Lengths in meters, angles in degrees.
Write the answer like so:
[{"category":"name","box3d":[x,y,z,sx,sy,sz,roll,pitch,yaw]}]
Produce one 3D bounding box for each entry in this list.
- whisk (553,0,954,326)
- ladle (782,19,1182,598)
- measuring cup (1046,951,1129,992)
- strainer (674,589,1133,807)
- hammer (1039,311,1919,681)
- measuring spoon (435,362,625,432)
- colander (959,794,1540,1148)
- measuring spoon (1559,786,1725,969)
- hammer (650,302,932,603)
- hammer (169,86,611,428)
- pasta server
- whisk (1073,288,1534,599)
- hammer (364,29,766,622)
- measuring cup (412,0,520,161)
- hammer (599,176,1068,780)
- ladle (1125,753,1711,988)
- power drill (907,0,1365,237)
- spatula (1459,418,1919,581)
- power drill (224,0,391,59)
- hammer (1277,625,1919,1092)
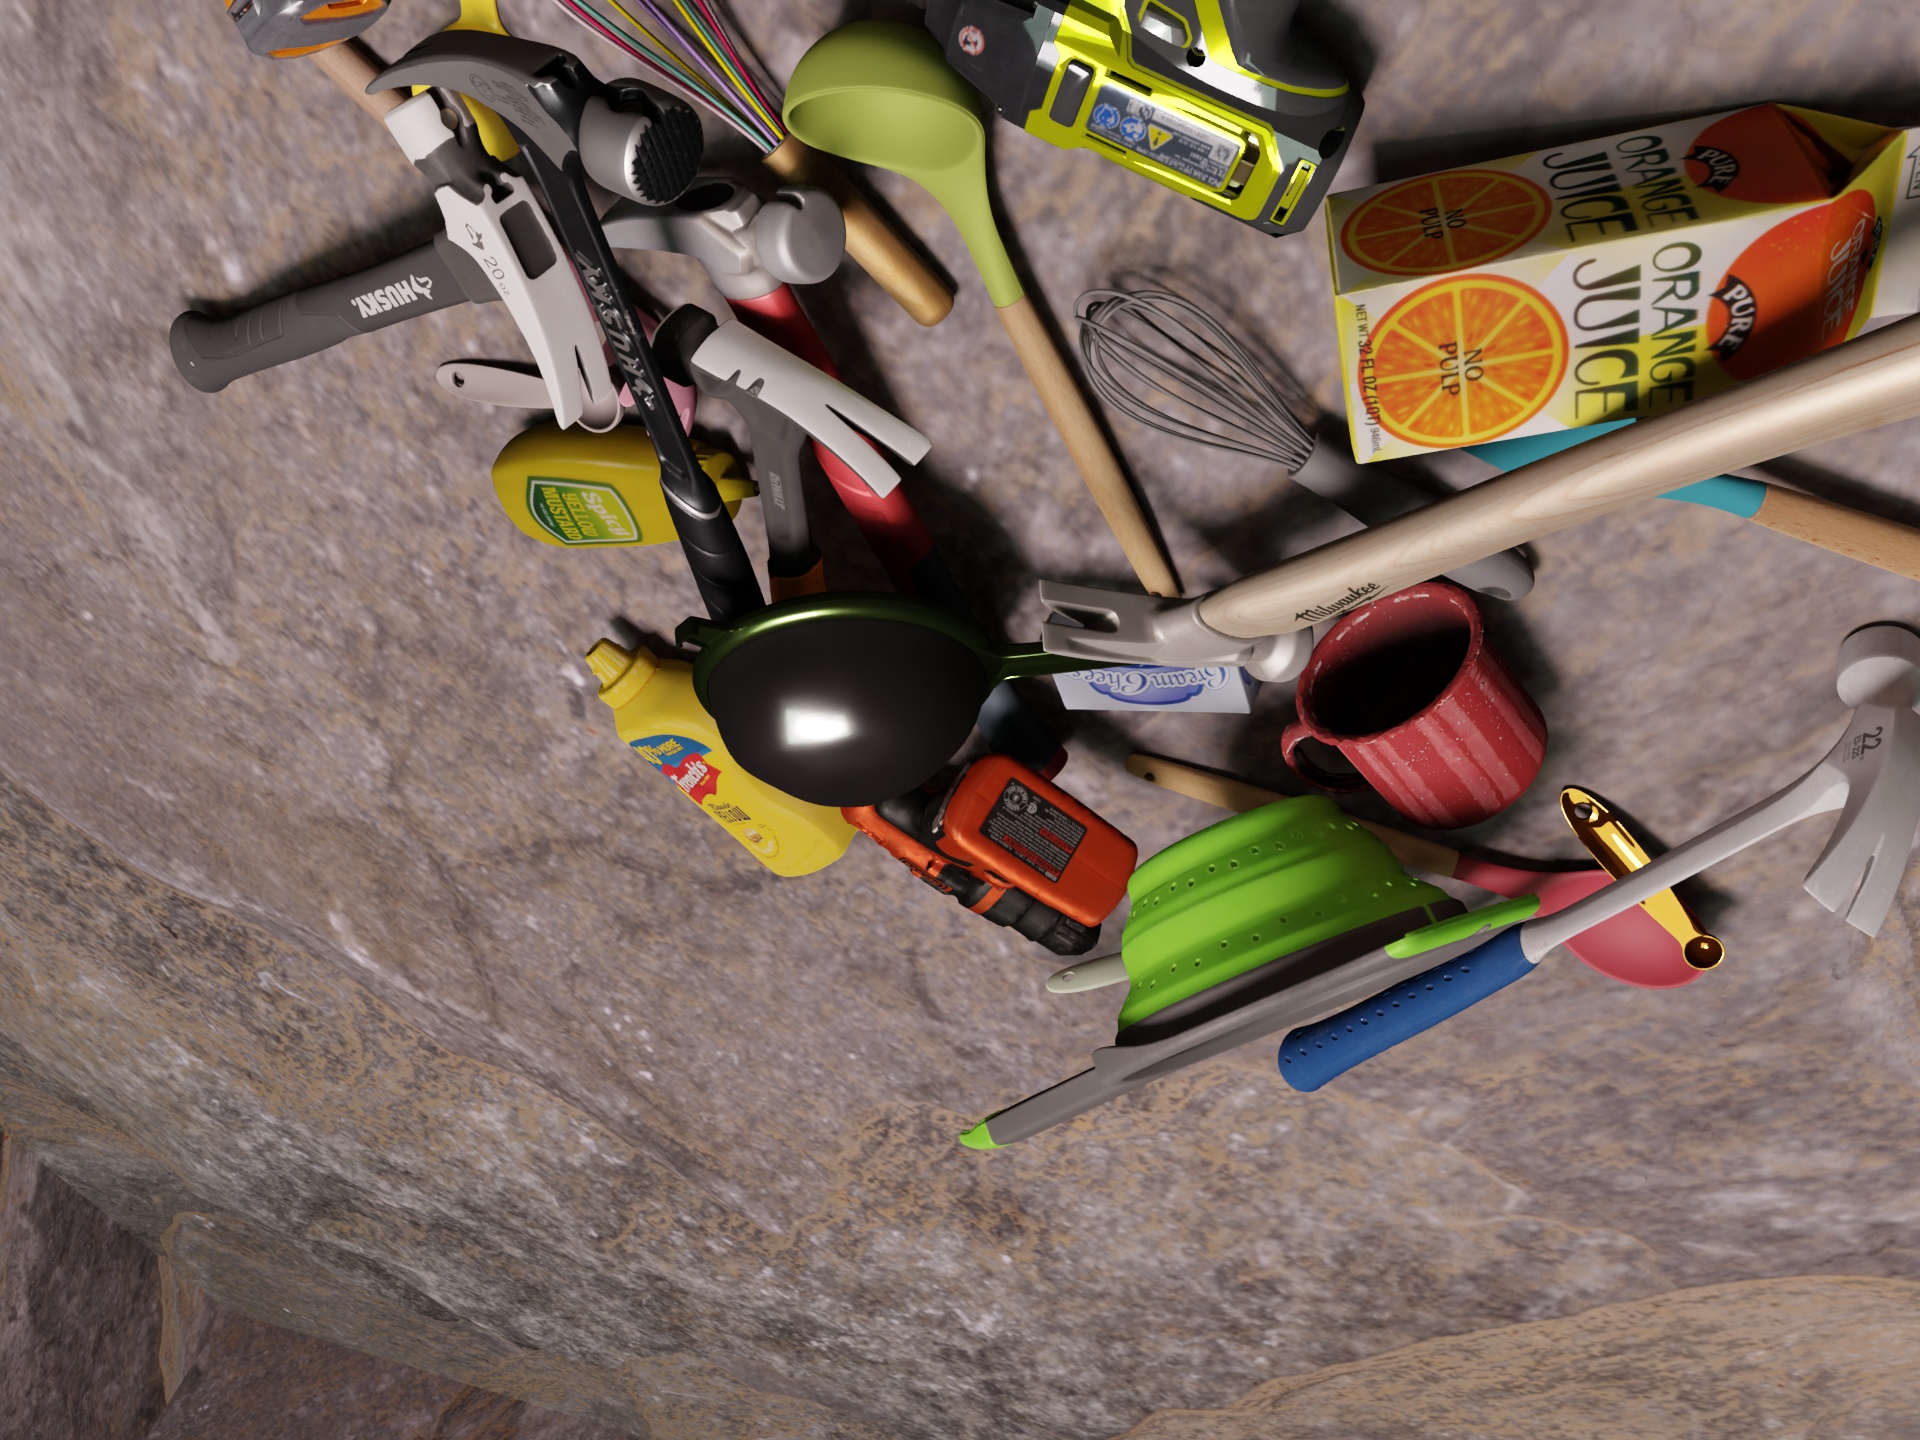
[{"category":"whisk","box3d":[-0.089,-0.251,0.644,0.047,0.051,0.244,-26,123,38]},{"category":"ladle","box3d":[0.027,-0.153,0.686,0.078,0.062,0.319,4,142,40]},{"category":"measuring cup","box3d":[0.123,0.117,0.899,0.167,0.083,0.038,-18,126,8]},{"category":"strainer","box3d":[-0.001,-0.002,0.762,0.256,0.069,0.151,-6,153,5]},{"category":"hammer","box3d":[0.199,-0.079,0.561,0.146,0.038,0.410,4,166,-34]},{"category":"measuring spoon","box3d":[-0.223,-0.174,0.829,0.124,0.018,0.034,13,121,25]},{"category":"colander","box3d":[0.104,0.134,0.829,0.397,0.204,0.095,-40,65,46]},{"category":"measuring spoon","box3d":[0.342,0.078,0.800,0.021,0.011,0.117,-41,90,25]},{"category":"hammer","box3d":[-0.075,-0.064,0.801,0.127,0.034,0.336,32,157,15]},{"category":"hammer","box3d":[-0.300,-0.197,0.780,0.335,0.035,0.146,0,130,42]},{"category":"pasta server","box3d":[-0.235,-0.247,0.729,0.316,0.060,0.040,43,97,-18]},{"category":"whisk","box3d":[0.149,-0.114,0.676,0.239,0.055,0.055,28,142,-12]},{"category":"hammer","box3d":[-0.128,-0.115,0.695,0.149,0.036,0.408,30,156,24]},{"category":"measuring cup","box3d":[-0.208,-0.301,0.655,0.062,0.029,0.156,18,143,8]},{"category":"hammer","box3d":[-0.043,-0.095,0.789,0.143,0.038,0.385,15,149,39]},{"category":"ladle","box3d":[0.240,0.071,0.856,0.315,0.031,0.069,18,128,12]},{"category":"power drill","box3d":[0.077,-0.276,0.500,0.171,0.080,0.223,24,145,-1]},{"category":"spatula","box3d":[0.337,-0.087,0.625,0.317,0.044,0.082,19,140,0]},{"category":"power drill","box3d":[-0.222,-0.355,0.551,0.226,0.084,0.164,-13,108,42]},{"category":"hammer","box3d":[0.284,0.107,0.773,0.035,0.144,0.405,35,140,-5]}]
